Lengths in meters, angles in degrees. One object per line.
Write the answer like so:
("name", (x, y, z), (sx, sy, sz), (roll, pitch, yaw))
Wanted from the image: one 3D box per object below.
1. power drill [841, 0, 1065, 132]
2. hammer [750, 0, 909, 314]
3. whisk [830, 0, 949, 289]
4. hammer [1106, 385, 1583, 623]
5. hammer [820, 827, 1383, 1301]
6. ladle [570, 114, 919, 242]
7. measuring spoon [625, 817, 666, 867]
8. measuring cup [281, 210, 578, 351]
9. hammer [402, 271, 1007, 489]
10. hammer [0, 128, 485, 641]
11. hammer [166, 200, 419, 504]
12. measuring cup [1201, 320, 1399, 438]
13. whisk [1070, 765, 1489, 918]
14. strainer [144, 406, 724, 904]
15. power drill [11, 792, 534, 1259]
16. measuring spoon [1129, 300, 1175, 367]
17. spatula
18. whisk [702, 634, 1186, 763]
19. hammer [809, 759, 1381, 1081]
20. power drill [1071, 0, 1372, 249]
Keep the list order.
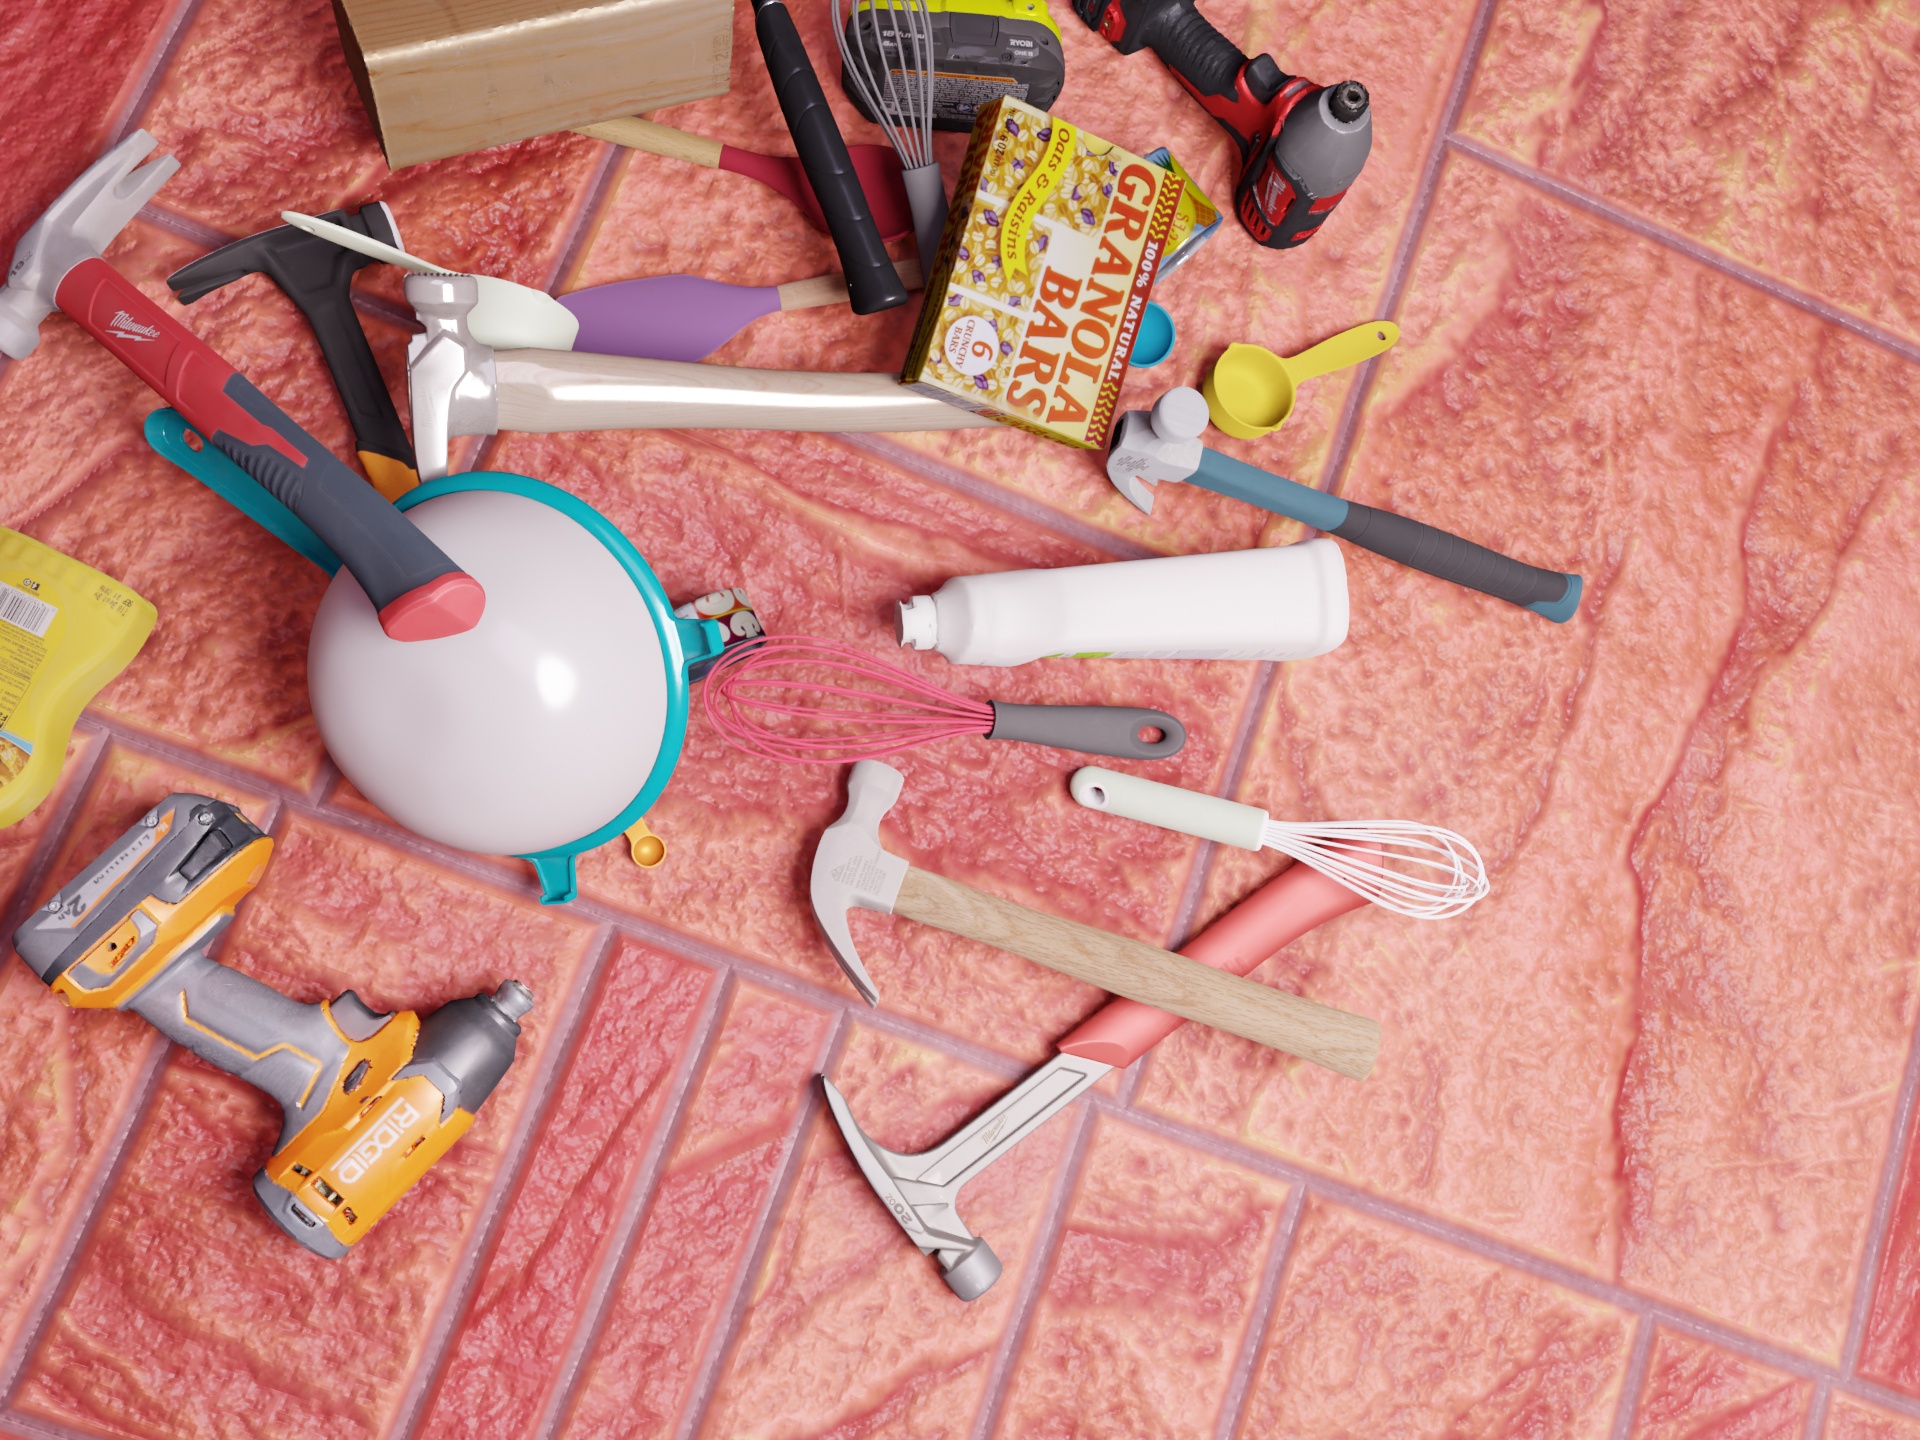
("power drill", (-0.018, -0.491, 0.988), (0.190, 0.080, 0.229), (2, 79, -6))
("hammer", (-0.113, -0.424, 0.922), (0.036, 0.149, 0.409), (-19, 86, -22))
("whisk", (-0.026, -0.321, 0.928), (0.055, 0.055, 0.238), (-22, 116, -13))
("hammer", (0.240, -0.120, 0.965), (0.331, 0.128, 0.033), (17, 79, -17))
("hammer", (0.099, 0.166, 0.925), (0.359, 0.036, 0.149), (-35, 89, -13))
("ladle", (-0.171, -0.347, 0.961), (0.315, 0.031, 0.069), (13, 74, -6))
("measuring spoon", (-0.202, 0.033, 0.905), (0.021, 0.011, 0.117), (-31, 84, -13))
("measuring cup", (-0.291, -0.228, 0.870), (0.167, 0.083, 0.038), (17, 81, -40))
("hammer", (-0.100, -0.175, 0.912), (0.410, 0.038, 0.146), (-4, 107, -21))
("hammer", (-0.357, -0.167, 0.801), (0.387, 0.038, 0.143), (37, 84, 24))
("hammer", (-0.320, -0.123, 0.894), (0.127, 0.034, 0.337), (-23, 86, -14))
("measuring cup", (0.219, -0.224, 1.019), (0.156, 0.029, 0.062), (-25, 86, -25))
("whisk", (0.183, 0.066, 0.927), (0.246, 0.059, 0.057), (14, 118, 10))
("strainer", (-0.303, -0.053, 0.810), (0.340, 0.095, 0.211), (36, 113, 3))
("power drill", (-0.345, 0.142, 0.826), (0.226, 0.084, 0.164), (46, 76, -5))
("measuring spoon", (0.077, -0.264, 0.992), (0.128, 0.021, 0.042), (34, 85, -8))
("spatula", (-0.085, -0.259, 0.967), (0.316, 0.018, 0.060), (-14, 88, -11))
("whisk", (-0.001, -0.003, 0.912), (0.295, 0.073, 0.073), (6, 80, -21))
("hammer", (0.073, 0.134, 0.891), (0.331, 0.031, 0.130), (19, 69, 3))
("power drill", (0.168, -0.407, 0.975), (0.078, 0.143, 0.220), (-34, 86, -11))
